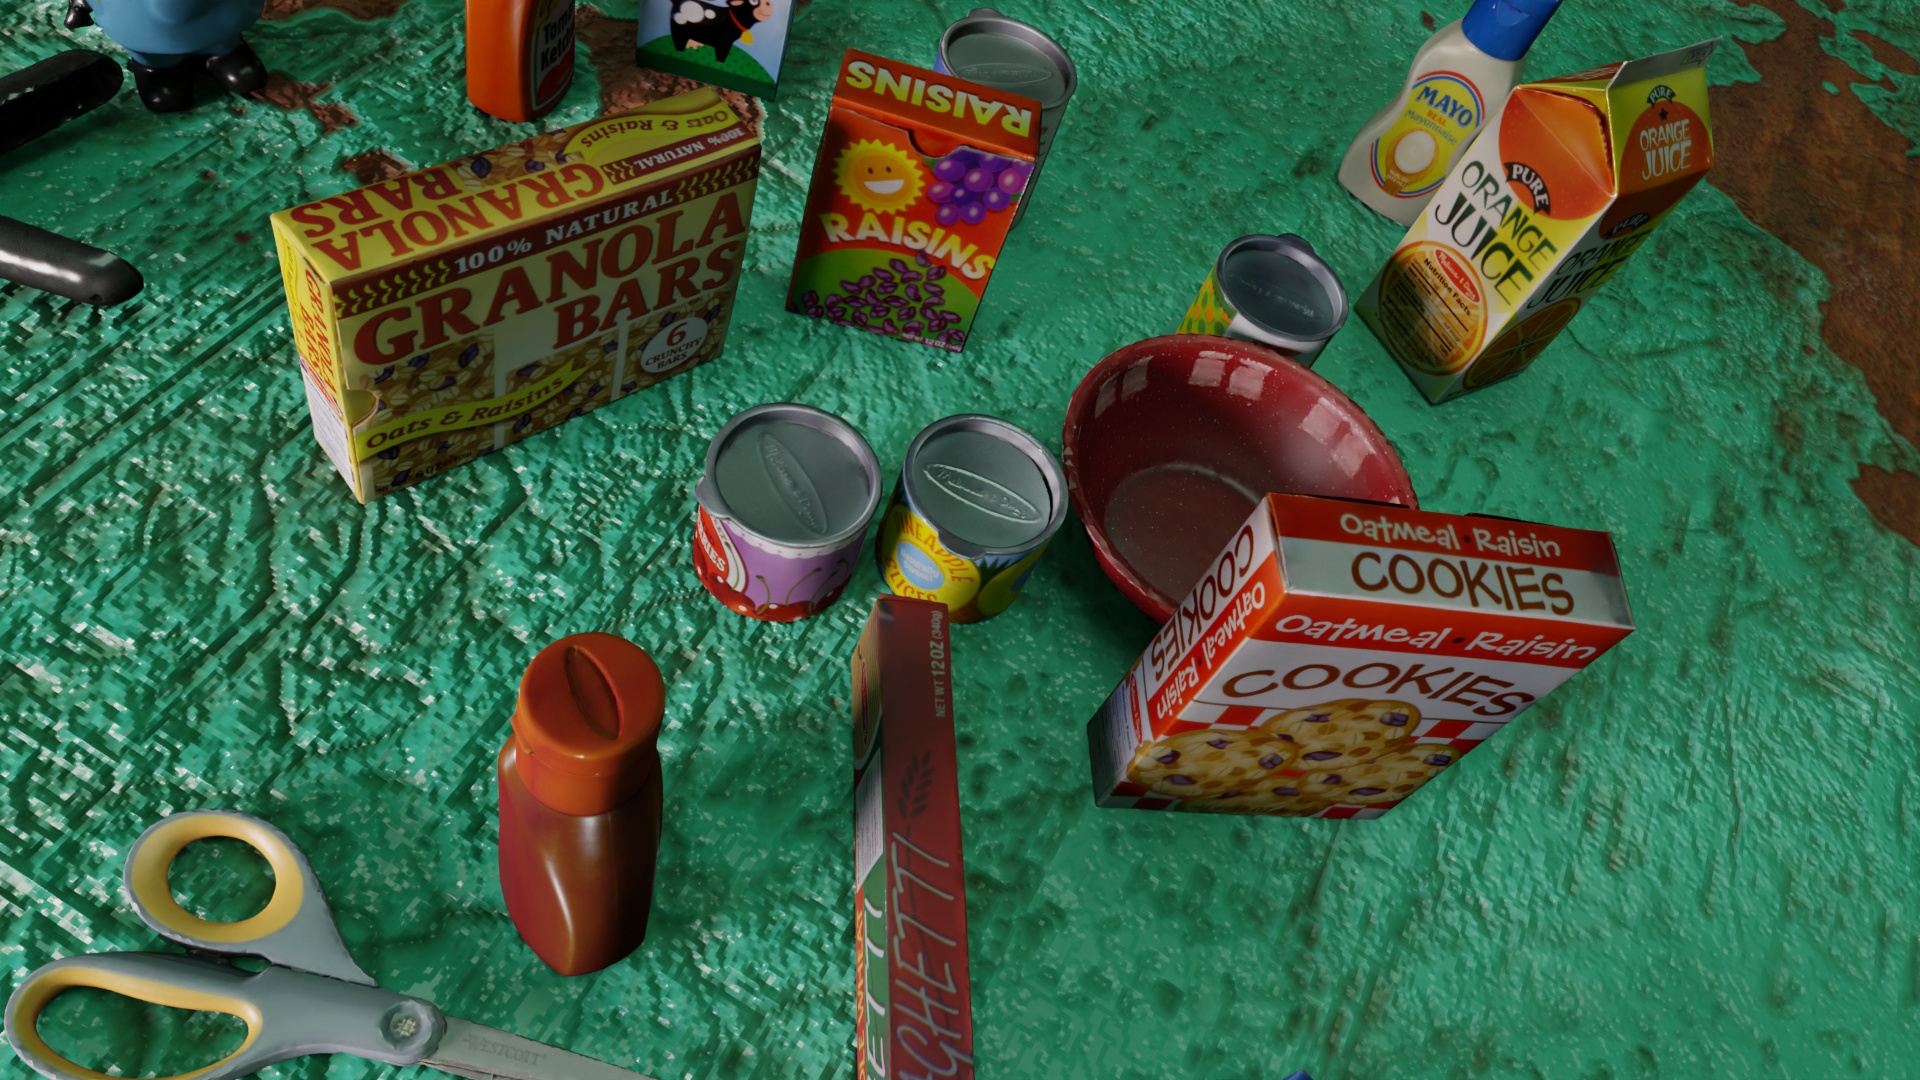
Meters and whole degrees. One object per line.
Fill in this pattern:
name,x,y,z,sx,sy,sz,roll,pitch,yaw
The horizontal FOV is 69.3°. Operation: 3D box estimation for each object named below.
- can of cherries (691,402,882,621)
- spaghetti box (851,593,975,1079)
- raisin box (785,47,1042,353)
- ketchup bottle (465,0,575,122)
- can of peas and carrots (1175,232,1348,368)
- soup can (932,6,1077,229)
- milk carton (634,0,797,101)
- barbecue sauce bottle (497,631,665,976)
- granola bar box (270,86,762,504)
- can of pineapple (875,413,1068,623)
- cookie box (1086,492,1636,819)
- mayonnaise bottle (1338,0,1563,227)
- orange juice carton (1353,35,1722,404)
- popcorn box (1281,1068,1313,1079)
can of cherries,-0.071,-0.010,0.535,0.071,0.058,0.072,8,55,-12
spaghetti box,-0.017,0.138,0.459,0.029,0.050,0.251,6,56,-14
raisin box,-0.023,-0.142,0.599,0.086,0.122,0.040,14,54,-8
ketchup bottle,-0.192,-0.259,0.608,0.043,0.148,0.065,20,54,-4
can of peas and carrots,0.143,-0.105,0.667,0.071,0.058,0.071,8,55,-12
soup can,0.012,-0.201,0.675,0.071,0.083,0.072,8,55,-12
milk carton,-0.102,-0.307,0.643,0.073,0.189,0.073,12,55,-10
barbecue sauce bottle,-0.112,0.078,0.408,0.044,0.147,0.065,-19,65,-27
granola bar box,-0.159,-0.092,0.521,0.166,0.123,0.039,-29,70,-31
can of pineapple,0.002,-0.007,0.557,0.071,0.057,0.071,8,55,-12
cookie box,0.131,0.048,0.494,0.123,0.166,0.040,6,56,-14
mayonnaise bottle,0.262,-0.237,0.739,0.065,0.147,0.041,35,54,7
orange juice carton,0.277,-0.157,0.662,0.072,0.191,0.073,-19,65,-28
popcorn box,0.114,0.231,0.416,0.038,0.084,0.127,-28,69,-31
